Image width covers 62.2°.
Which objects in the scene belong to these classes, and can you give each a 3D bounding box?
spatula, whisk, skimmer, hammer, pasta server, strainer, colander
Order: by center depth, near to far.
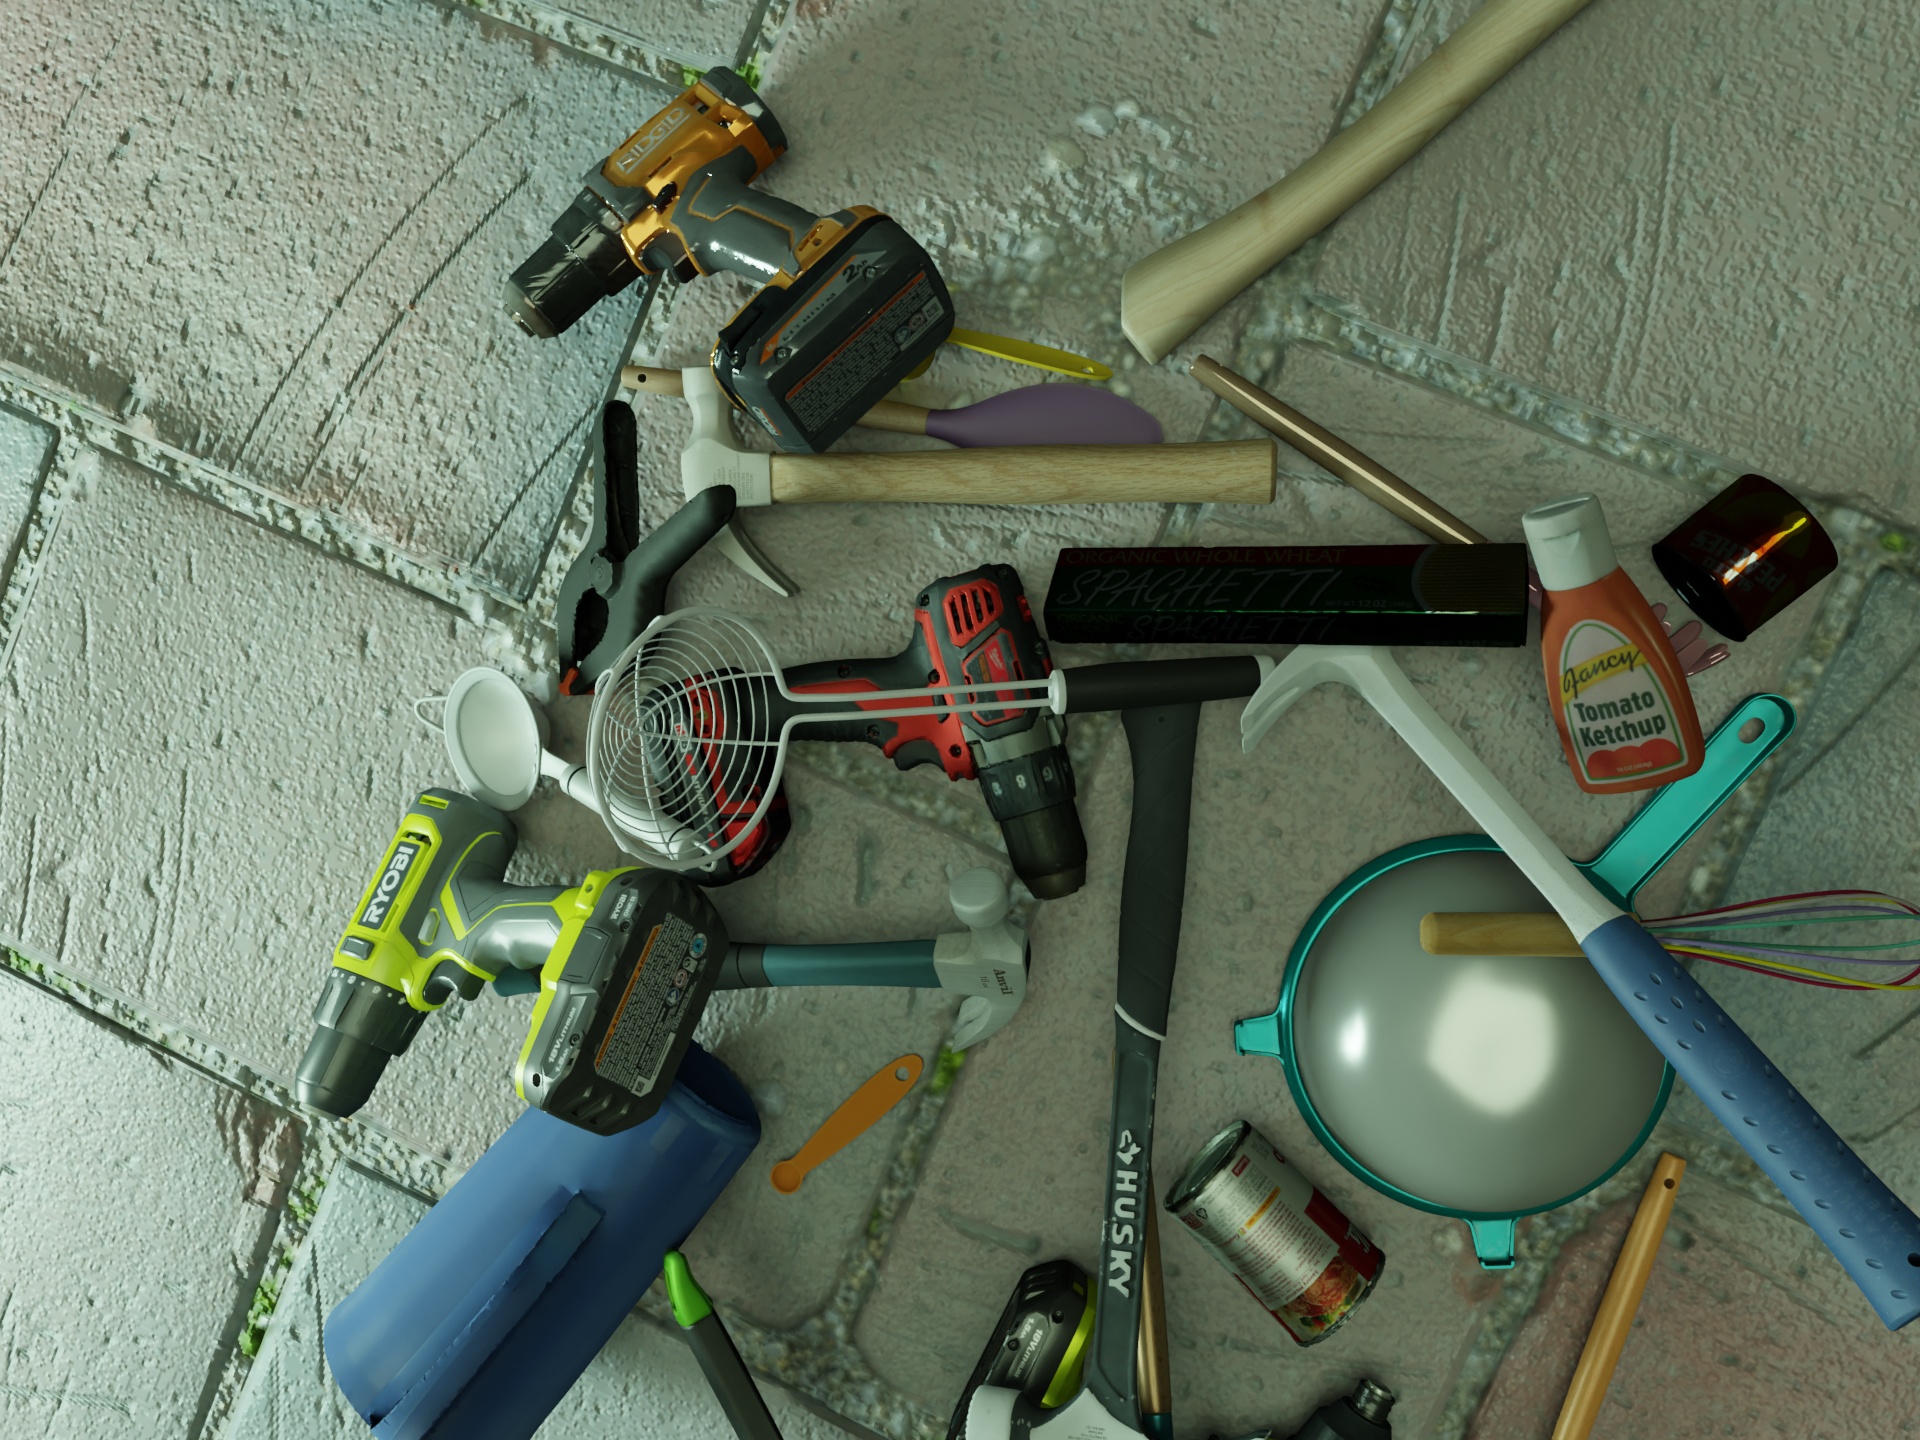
[{"bbox_3d":[0.286,0.092,0.739,0.144,0.035,0.406,-29,55,-6],"label":"hammer"},{"bbox_3d":[0.347,0.105,0.761,0.245,0.051,0.047,-1,76,7],"label":"whisk"},{"bbox_3d":[-0.001,-0.003,0.794,0.363,0.090,0.127,-5,104,-13],"label":"skimmer"},{"bbox_3d":[0.314,0.120,0.817,0.211,0.095,0.340,41,99,6],"label":"strainer"},{"bbox_3d":[0.096,0.332,0.831,0.082,0.044,0.318,-2,75,-4],"label":"spatula"},{"bbox_3d":[0.097,0.178,0.831,0.149,0.036,0.409,2,76,17],"label":"hammer"},{"bbox_3d":[0.259,-0.328,0.845,0.410,0.038,0.146,-39,86,9],"label":"hammer"},{"bbox_3d":[0.259,-0.112,0.849,0.316,0.060,0.040,36,113,11],"label":"pasta server"},{"bbox_3d":[-0.035,0.445,0.860,0.094,0.204,0.397,-28,90,-22],"label":"colander"},{"bbox_3d":[0.327,0.384,0.860,0.081,0.041,0.322,20,91,9],"label":"spatula"},{"bbox_3d":[0.007,-0.133,0.883,0.331,0.031,0.130,1,102,9],"label":"hammer"},{"bbox_3d":[-0.218,0.032,0.895,0.259,0.050,0.086,25,114,37],"label":"strainer"},{"bbox_3d":[-0.120,0.137,0.898,0.331,0.033,0.128,-3,134,18],"label":"hammer"},{"bbox_3d":[-0.043,-0.177,0.908,0.316,0.018,0.060,10,97,8],"label":"spatula"}]

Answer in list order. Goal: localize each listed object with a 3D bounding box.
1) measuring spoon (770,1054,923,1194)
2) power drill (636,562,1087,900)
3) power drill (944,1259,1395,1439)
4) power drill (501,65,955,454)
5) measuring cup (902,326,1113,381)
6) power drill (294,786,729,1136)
[{"bbox_3d":[-0.066,0.235,0.930,0.117,0.011,0.021,-42,85,5],"label":"measuring spoon"},{"bbox_3d":[-0.047,0.030,0.889,0.226,0.080,0.188,-17,89,7],"label":"power drill"},{"bbox_3d":[0.115,0.400,0.871,0.223,0.080,0.171,26,91,5],"label":"power drill"},{"bbox_3d":[-0.134,-0.236,0.853,0.185,0.084,0.226,-43,60,-2],"label":"power drill"},{"bbox_3d":[0.007,-0.201,0.892,0.156,0.062,0.029,12,131,-3],"label":"measuring cup"},{"bbox_3d":[-0.254,0.144,0.864,0.229,0.080,0.191,8,66,33],"label":"power drill"}]
